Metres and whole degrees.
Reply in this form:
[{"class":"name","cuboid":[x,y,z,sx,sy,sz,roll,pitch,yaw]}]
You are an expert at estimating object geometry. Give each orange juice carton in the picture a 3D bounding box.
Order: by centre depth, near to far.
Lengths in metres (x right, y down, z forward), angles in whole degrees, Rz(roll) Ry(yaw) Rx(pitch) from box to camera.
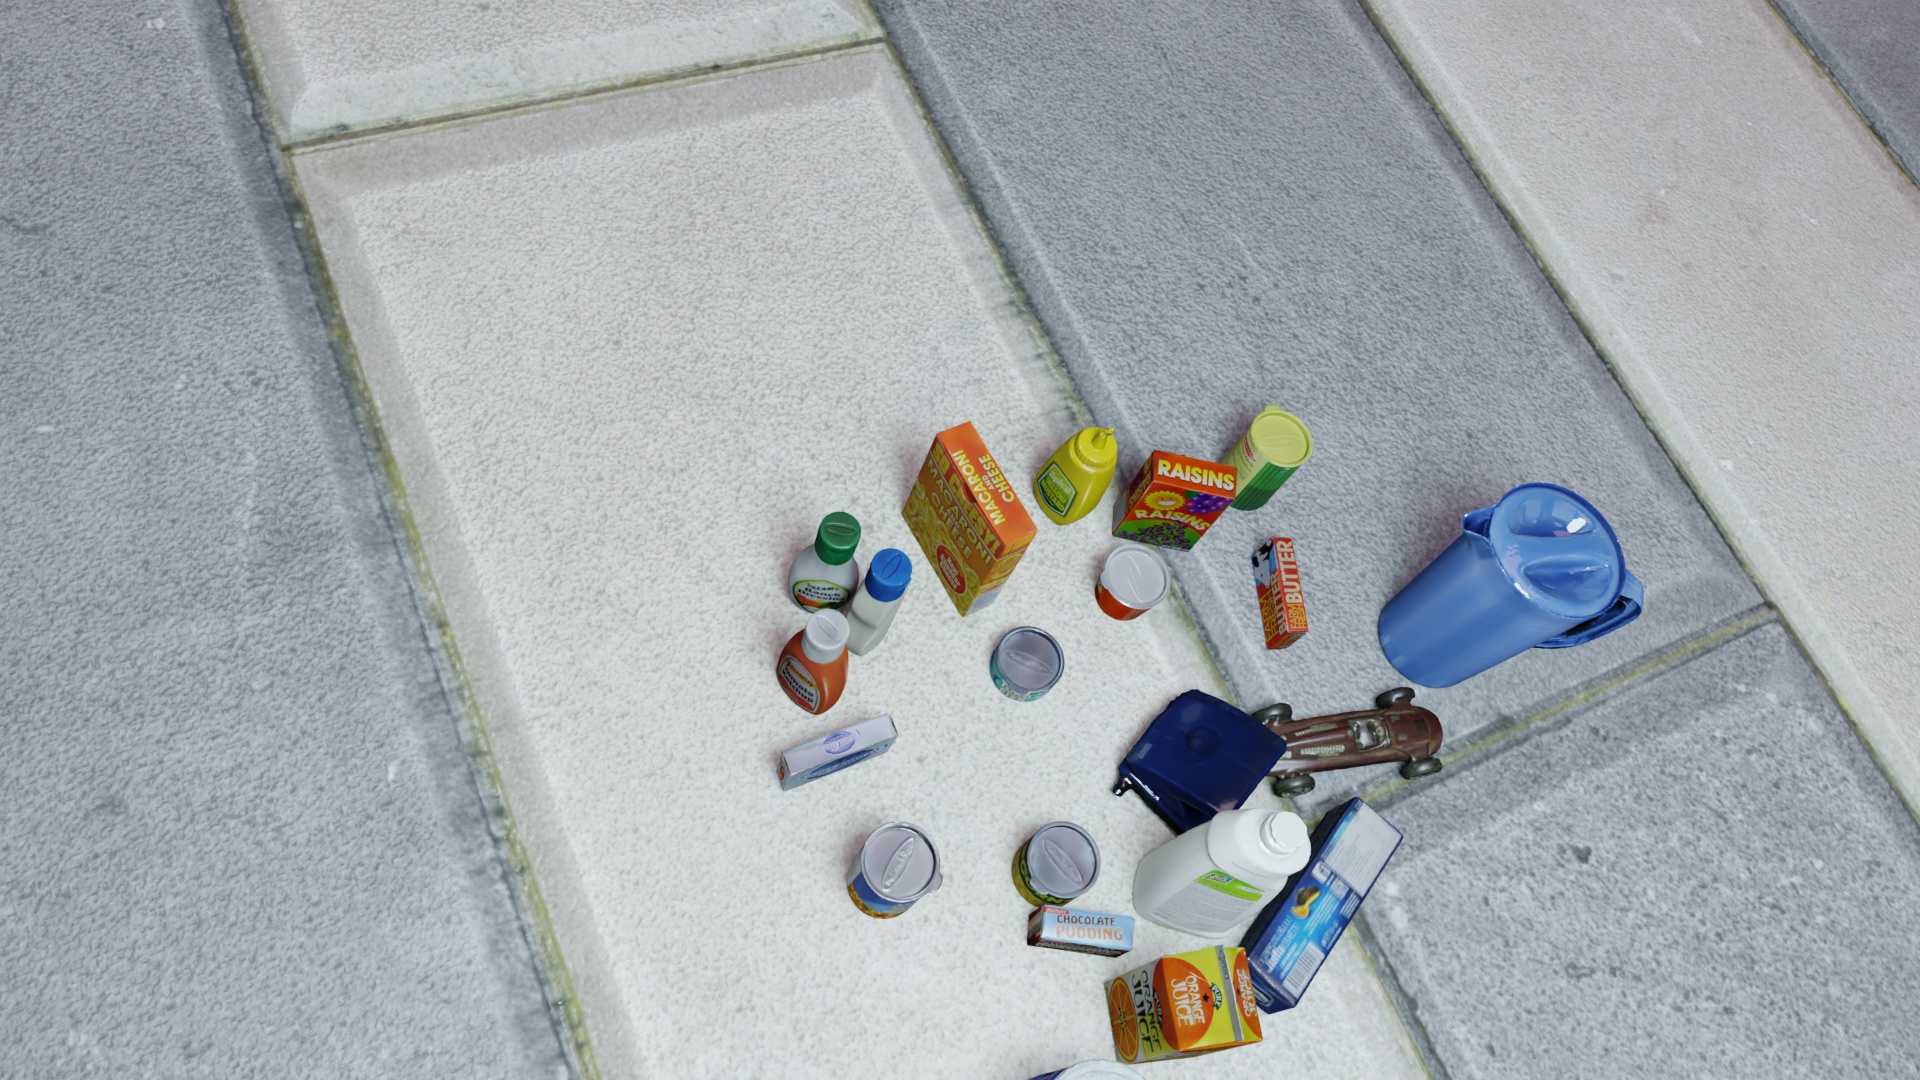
[{"class":"orange juice carton","cuboid":[0.184,0.377,1.122,0.073,0.191,0.072,-2,66,-14]}]

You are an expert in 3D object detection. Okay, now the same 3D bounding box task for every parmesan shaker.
[{"class":"parmesan shaker","cuboid":[0.308,-0.083,1.424,0.071,0.102,0.071,5,64,-11]}]

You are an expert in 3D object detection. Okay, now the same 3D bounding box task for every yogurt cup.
[{"class":"yogurt cup","cuboid":[0.165,0.044,1.356,0.072,0.053,0.072,5,64,-11]}]

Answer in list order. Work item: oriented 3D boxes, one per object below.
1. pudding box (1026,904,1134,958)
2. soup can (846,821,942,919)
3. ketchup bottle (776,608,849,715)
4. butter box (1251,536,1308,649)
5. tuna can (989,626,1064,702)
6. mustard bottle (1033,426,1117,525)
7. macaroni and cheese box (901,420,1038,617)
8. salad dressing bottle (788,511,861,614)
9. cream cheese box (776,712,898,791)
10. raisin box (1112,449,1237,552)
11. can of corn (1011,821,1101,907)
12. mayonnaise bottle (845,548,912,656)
[{"class":"pudding box","cuboid":[0.104,0.338,1.202,0.084,0.049,0.030,10,63,-9]},{"class":"soup can","cuboid":[-0.056,0.281,1.171,0.071,0.083,0.071,5,64,-11]},{"class":"ketchup bottle","cuboid":[-0.124,0.102,1.203,0.065,0.148,0.044,45,63,9]},{"class":"butter box","cuboid":[0.319,0.053,1.390,0.024,0.053,0.104,2,65,-13]},{"class":"tuna can","cuboid":[0.061,0.119,1.306,0.071,0.032,0.071,5,64,-11]},{"class":"mustard bottle","cuboid":[0.116,-0.071,1.339,0.049,0.159,0.065,-31,76,-24]},{"class":"macaroni and cheese box","cuboid":[0.005,-0.016,1.282,0.040,0.165,0.124,-24,73,-23]},{"class":"salad dressing bottle","cuboid":[-0.118,0.021,1.244,0.064,0.147,0.044,12,63,-8]},{"class":"cream cheese box","cuboid":[-0.109,0.186,1.220,0.104,0.053,0.024,-18,71,-21]},{"class":"raisin box","cuboid":[0.209,-0.038,1.367,0.086,0.123,0.040,12,63,-8]},{"class":"can of corn","cuboid":[0.081,0.287,1.216,0.071,0.058,0.071,5,64,-11]},{"class":"mayonnaise bottle","cuboid":[-0.074,0.052,1.240,0.041,0.147,0.065,34,62,3]}]
